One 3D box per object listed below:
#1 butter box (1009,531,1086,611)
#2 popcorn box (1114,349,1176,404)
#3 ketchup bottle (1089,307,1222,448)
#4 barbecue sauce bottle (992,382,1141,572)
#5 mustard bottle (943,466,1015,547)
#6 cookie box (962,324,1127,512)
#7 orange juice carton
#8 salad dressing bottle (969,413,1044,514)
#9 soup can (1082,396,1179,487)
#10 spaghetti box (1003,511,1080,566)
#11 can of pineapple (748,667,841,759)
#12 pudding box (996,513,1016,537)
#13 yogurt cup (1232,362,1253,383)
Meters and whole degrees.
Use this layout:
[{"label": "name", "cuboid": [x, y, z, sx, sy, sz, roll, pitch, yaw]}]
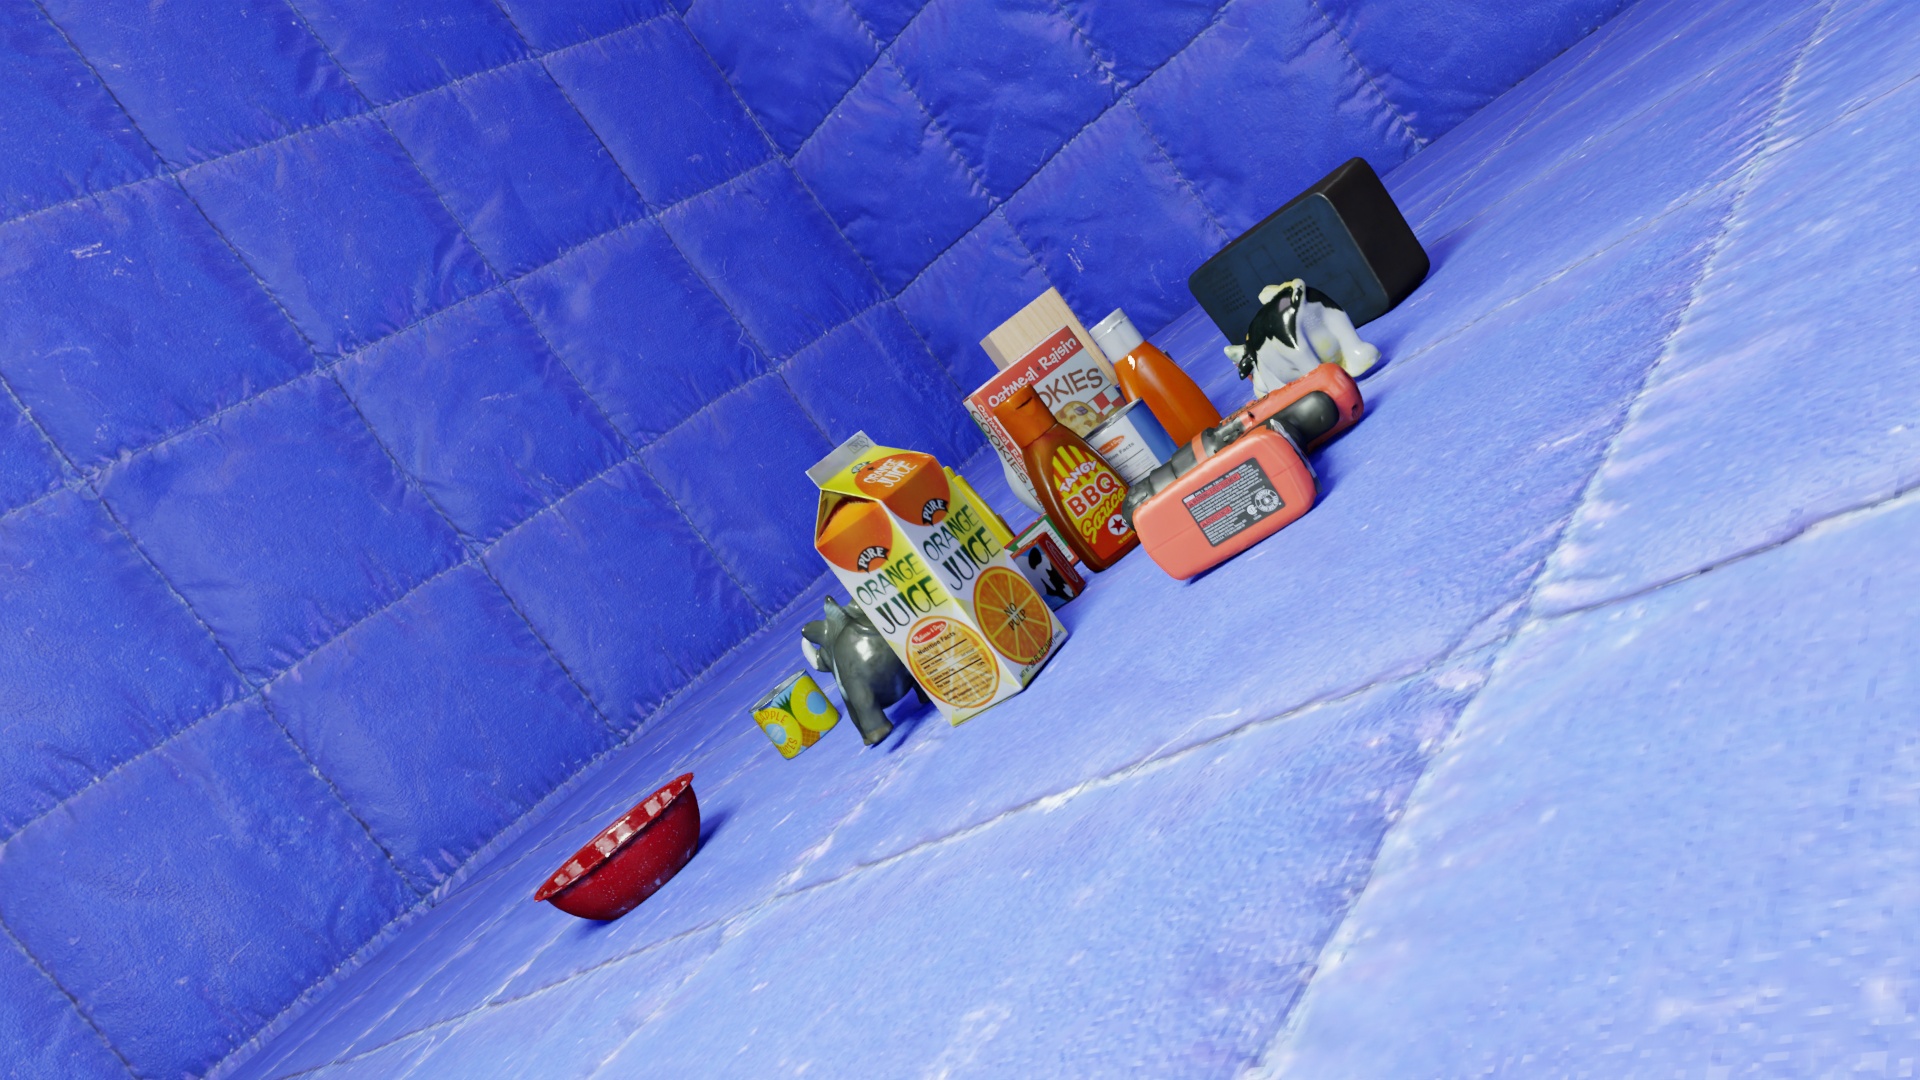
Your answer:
[{"label": "butter box", "cuboid": [0.040, 0.041, 1.059, 0.103, 0.053, 0.024, -34, 5, 31]}, {"label": "popcorn box", "cuboid": [0.182, -0.124, 1.419, 0.126, 0.085, 0.038, -36, 5, 14]}, {"label": "ketchup bottle", "cuboid": [0.174, -0.141, 1.254, 0.065, 0.148, 0.043, -38, 4, -9]}, {"label": "barbecue sauce bottle", "cuboid": [0.082, -0.051, 1.061, 0.065, 0.148, 0.043, -38, 4, -14]}, {"label": "mustard bottle", "cuboid": [0.004, -0.015, 1.210, 0.049, 0.160, 0.065, -39, 5, -18]}, {"label": "cookie box", "cuboid": [0.100, -0.103, 1.317, 0.123, 0.167, 0.040, -39, 5, -22]}, {"label": "orange juice carton", "cuboid": [-0.024, 0.017, 0.904, 0.072, 0.192, 0.072, -34, 6, 40]}, {"label": "salad dressing bottle", "cuboid": [0.069, -0.101, 1.637, 0.064, 0.147, 0.044, -38, 4, -10]}, {"label": "soup can", "cuboid": [0.146, -0.065, 1.128, 0.071, 0.083, 0.071, -37, 4, 4]}, {"label": "spaghetti box", "cuboid": [0.095, -0.012, 1.184, 0.251, 0.050, 0.028, -40, 5, -33]}, {"label": "can of pineapple", "cuboid": [-0.153, 0.161, 1.278, 0.071, 0.058, 0.071, -37, 5, 4]}, {"label": "pudding box", "cuboid": [0.028, 0.007, 1.496, 0.030, 0.049, 0.083, -40, 5, -30]}, {"label": "yogurt cup", "cuboid": [0.279, -0.156, 1.209, 0.072, 0.054, 0.072, -37, 5, 4]}]
